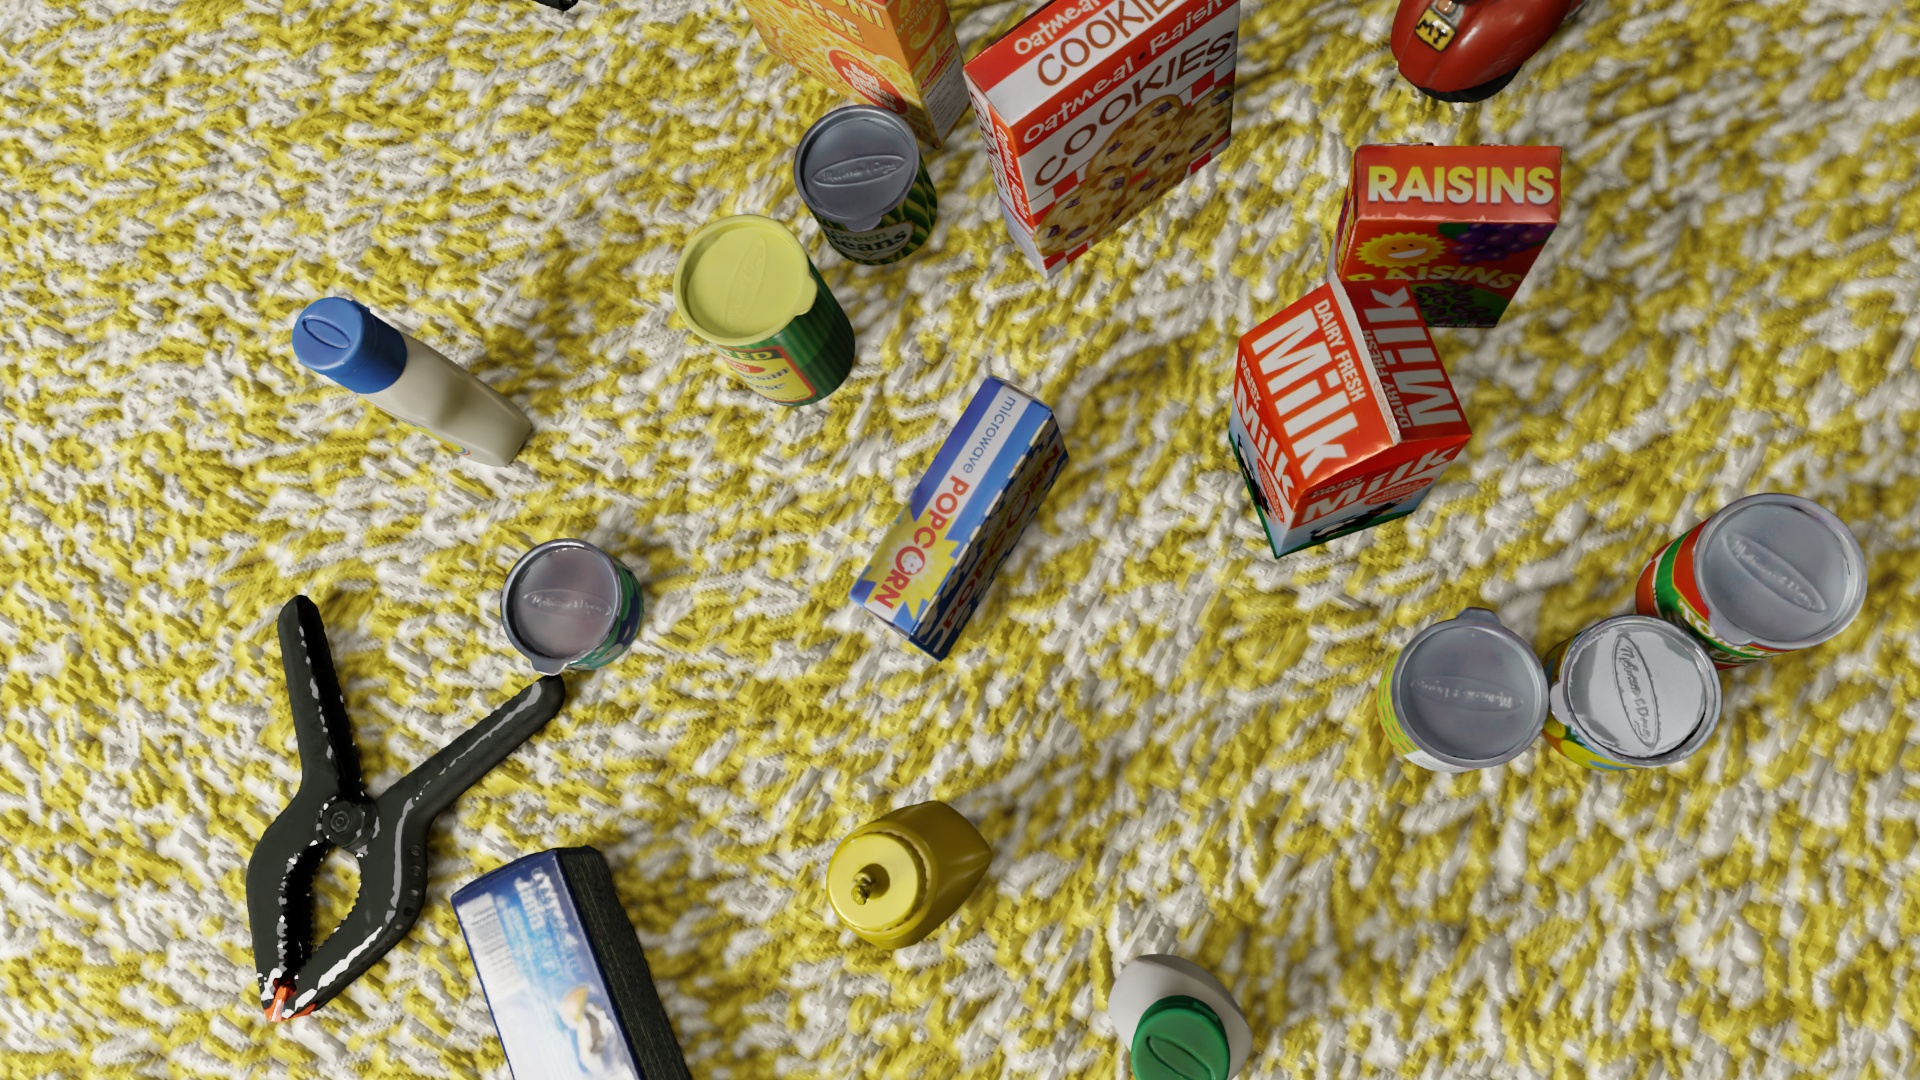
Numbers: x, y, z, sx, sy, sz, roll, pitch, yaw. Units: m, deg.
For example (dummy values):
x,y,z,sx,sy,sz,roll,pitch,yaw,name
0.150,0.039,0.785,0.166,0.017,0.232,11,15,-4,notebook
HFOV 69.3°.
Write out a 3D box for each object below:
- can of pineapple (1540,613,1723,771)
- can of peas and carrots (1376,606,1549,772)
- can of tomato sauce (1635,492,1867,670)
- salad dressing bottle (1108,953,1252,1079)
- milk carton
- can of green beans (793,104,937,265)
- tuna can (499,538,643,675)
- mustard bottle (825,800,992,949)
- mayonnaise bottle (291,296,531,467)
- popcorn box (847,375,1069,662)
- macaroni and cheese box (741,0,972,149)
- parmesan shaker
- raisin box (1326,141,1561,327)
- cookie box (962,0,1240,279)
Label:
x,y,z,sx,sy,sz,roll,pitch,yaw,name
0.294,0.069,0.623,0.071,0.058,0.071,-2,77,9,can of pineapple
0.227,0.069,0.633,0.071,0.058,0.071,-2,77,9,can of peas and carrots
0.344,0.022,0.613,0.071,0.083,0.071,-2,78,9,can of tomato sauce
0.091,0.204,0.578,0.064,0.147,0.044,31,84,14,salad dressing bottle
0.164,-0.052,0.602,0.073,0.190,0.072,-19,76,5,milk carton
-0.049,-0.186,0.734,0.071,0.057,0.071,-2,77,9,can of green beans
-0.201,0.036,0.721,0.071,0.033,0.071,-2,77,9,tuna can
-0.026,0.145,0.603,0.049,0.160,0.065,41,87,15,mustard bottle
-0.276,-0.079,0.699,0.065,0.148,0.041,28,84,14,mayonnaise bottle
0.002,-0.008,0.672,0.038,0.085,0.127,31,84,14,popcorn box
-0.064,-0.279,0.702,0.124,0.166,0.040,33,85,14,macaroni and cheese box
-0.093,-0.111,0.701,0.071,0.103,0.071,-2,78,9,parmesan shaker
0.221,-0.140,0.648,0.086,0.123,0.040,4,79,10,raisin box
0.071,-0.206,0.663,0.123,0.167,0.040,-36,75,0,cookie box
